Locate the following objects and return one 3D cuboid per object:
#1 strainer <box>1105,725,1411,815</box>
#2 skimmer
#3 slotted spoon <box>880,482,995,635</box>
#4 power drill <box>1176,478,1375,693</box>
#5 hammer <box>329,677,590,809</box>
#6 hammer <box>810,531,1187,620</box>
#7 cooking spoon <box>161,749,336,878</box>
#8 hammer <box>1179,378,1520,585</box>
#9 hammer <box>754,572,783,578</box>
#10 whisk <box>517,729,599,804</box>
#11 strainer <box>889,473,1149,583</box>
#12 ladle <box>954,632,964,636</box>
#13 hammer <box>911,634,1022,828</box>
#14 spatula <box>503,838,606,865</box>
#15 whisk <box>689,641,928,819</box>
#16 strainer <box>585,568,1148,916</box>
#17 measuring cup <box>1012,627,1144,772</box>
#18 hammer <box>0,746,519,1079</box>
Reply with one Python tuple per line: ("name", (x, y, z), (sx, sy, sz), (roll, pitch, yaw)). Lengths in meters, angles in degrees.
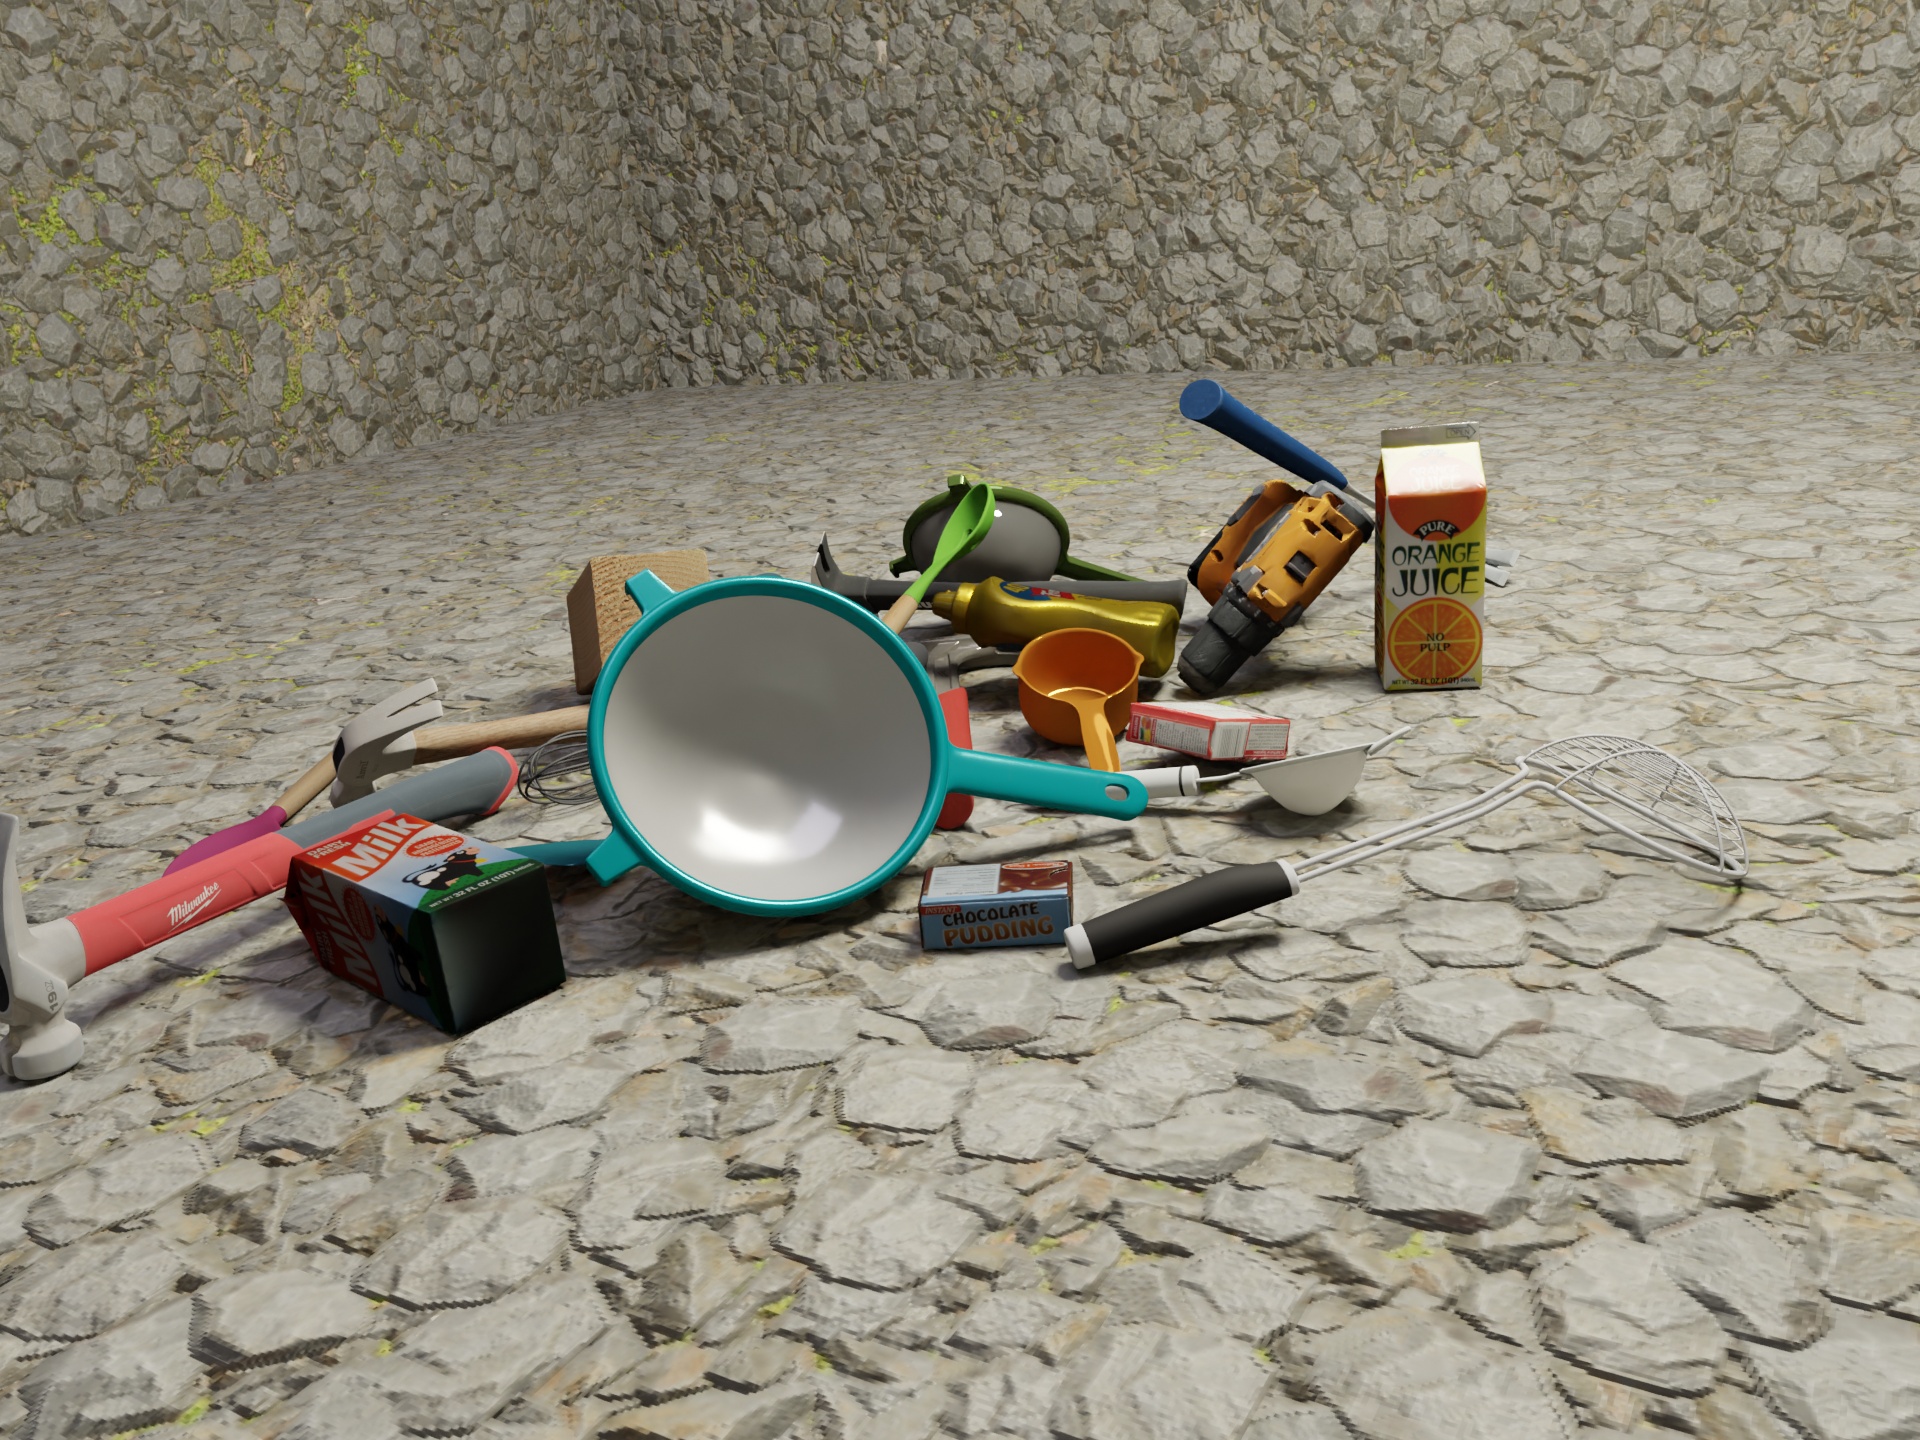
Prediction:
("strainer", (0.153, 0.040, 1.003), (0.258, 0.050, 0.086), (-5, -5, 20))
("skimmer", (0.236, 0.089, 0.847), (0.363, 0.090, 0.127), (-18, 22, -5))
("slotted spoon", (-0.053, -0.073, 1.225), (0.070, 0.031, 0.314), (-24, 26, 55))
("power drill", (0.239, -0.111, 1.288), (0.084, 0.185, 0.226), (39, 10, -4))
("hammer", (-0.293, 0.002, 1.188), (0.331, 0.031, 0.130), (-10, -27, -32))
("hammer", (0.029, -0.107, 1.336), (0.335, 0.035, 0.146), (3, -25, 25))
("cooking spoon", (-0.492, 0.060, 1.170), (0.069, 0.017, 0.319), (-4, 19, 2))
("hammer", (0.332, -0.201, 1.363), (0.405, 0.035, 0.144), (18, 9, -42))
("hammer", (-0.182, -0.089, 1.494), (0.128, 0.033, 0.331), (-8, 19, -5))
("whisk", (-0.221, 0.016, 1.179), (0.055, 0.055, 0.239), (12, 22, 43))
("strainer", (0.071, -0.125, 1.429), (0.256, 0.151, 0.069), (15, 56, -20))
("ladle", (0.018, -0.130, 1.560), (0.078, 0.062, 0.320), (-1, 26, 7))
("hammer", (-0.002, -0.004, 1.182), (0.149, 0.036, 0.359), (-6, 18, 0))
("spatula", (-0.181, 0.027, 1.089), (0.082, 0.044, 0.317), (2, 31, 35))
("whisk", (-0.099, 0.005, 1.105), (0.070, 0.070, 0.284), (5, 26, 30))
("strainer", (-0.058, 0.036, 0.970), (0.340, 0.211, 0.095), (9, -25, -15))
("measuring cup", (0.090, 0.006, 1.122), (0.095, 0.052, 0.174), (-6, 41, -3))
("hammer", (-0.408, 0.067, 0.965), (0.038, 0.143, 0.386), (8, 18, 23))
